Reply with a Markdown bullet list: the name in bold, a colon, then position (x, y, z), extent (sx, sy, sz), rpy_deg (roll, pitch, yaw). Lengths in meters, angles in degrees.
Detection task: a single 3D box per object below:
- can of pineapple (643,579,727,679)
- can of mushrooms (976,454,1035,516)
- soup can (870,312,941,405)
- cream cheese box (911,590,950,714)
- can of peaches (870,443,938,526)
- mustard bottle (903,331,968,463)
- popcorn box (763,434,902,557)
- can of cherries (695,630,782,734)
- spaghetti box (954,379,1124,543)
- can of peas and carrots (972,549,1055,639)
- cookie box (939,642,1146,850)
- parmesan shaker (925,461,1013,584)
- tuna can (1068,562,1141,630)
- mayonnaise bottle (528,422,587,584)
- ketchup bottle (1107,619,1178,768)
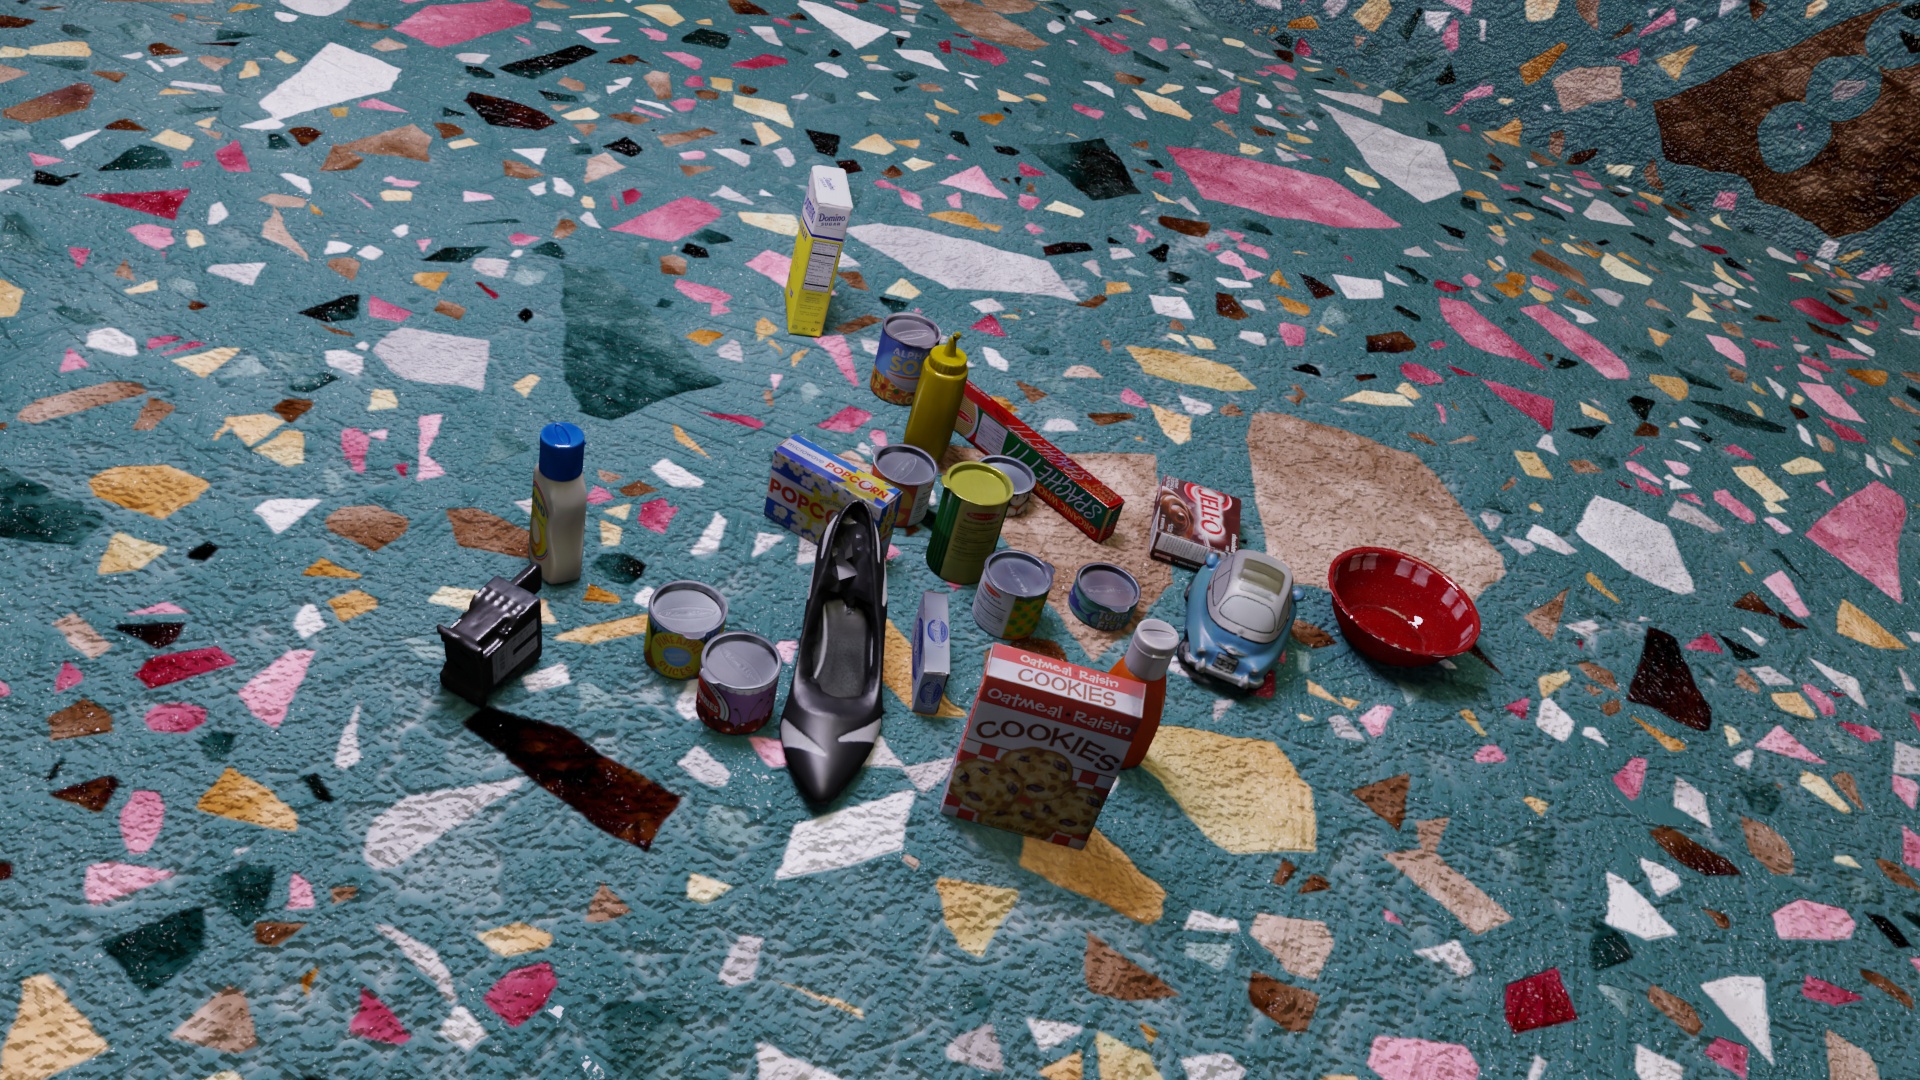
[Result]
- **can of pineapple**: position (-0.235, 0.078, 1.184), extent (0.071, 0.057, 0.071), rpy_deg (10, 39, -8)
- **can of mushrooms**: position (0.041, -0.058, 1.462), extent (0.071, 0.033, 0.071), rpy_deg (10, 39, -8)
- **soup can**: position (-0.061, -0.202, 1.558), extent (0.071, 0.083, 0.072), rpy_deg (10, 39, -8)
- **cream cheese box**: position (-0.027, 0.099, 1.235), extent (0.024, 0.053, 0.104), rpy_deg (9, 39, -9)
- **can of peaches**: position (-0.063, -0.057, 1.405), extent (0.071, 0.057, 0.071), rpy_deg (10, 39, -8)
- **mustard bottle**: position (-0.022, -0.155, 1.455), extent (0.049, 0.159, 0.066), rpy_deg (20, 39, 4)
- **popcorn box**: position (-0.125, -0.036, 1.337), extent (0.127, 0.084, 0.038), rpy_deg (29, 40, 15)
- **can of cherries**: position (-0.187, 0.119, 1.151), extent (0.071, 0.058, 0.072), rpy_deg (10, 39, -8)
- **spaghetti box**: position (0.074, -0.089, 1.498), extent (0.029, 0.049, 0.250), rpy_deg (-25, 54, -40)
- **can of peas and carrots**: position (0.051, 0.051, 1.316), extent (0.071, 0.058, 0.071), rpy_deg (10, 39, -8)
- **cookie box**: position (0.063, 0.165, 1.098), extent (0.123, 0.166, 0.040), rpy_deg (15, 39, -1)
- **parmesan shaker**: position (0.005, -0.017, 1.345), extent (0.071, 0.102, 0.072), rpy_deg (10, 39, -8)
- **tuna can**: position (0.142, 0.057, 1.361), extent (0.071, 0.032, 0.071), rpy_deg (10, 39, -8)
- **mayonnaise bottle**: position (-0.349, -0.034, 1.205), extent (0.041, 0.147, 0.065), rpy_deg (-13, 47, -32)
- **ketchup bottle**: position (0.146, 0.132, 1.181), extent (0.065, 0.148, 0.044), rpy_deg (7, 40, -11)
